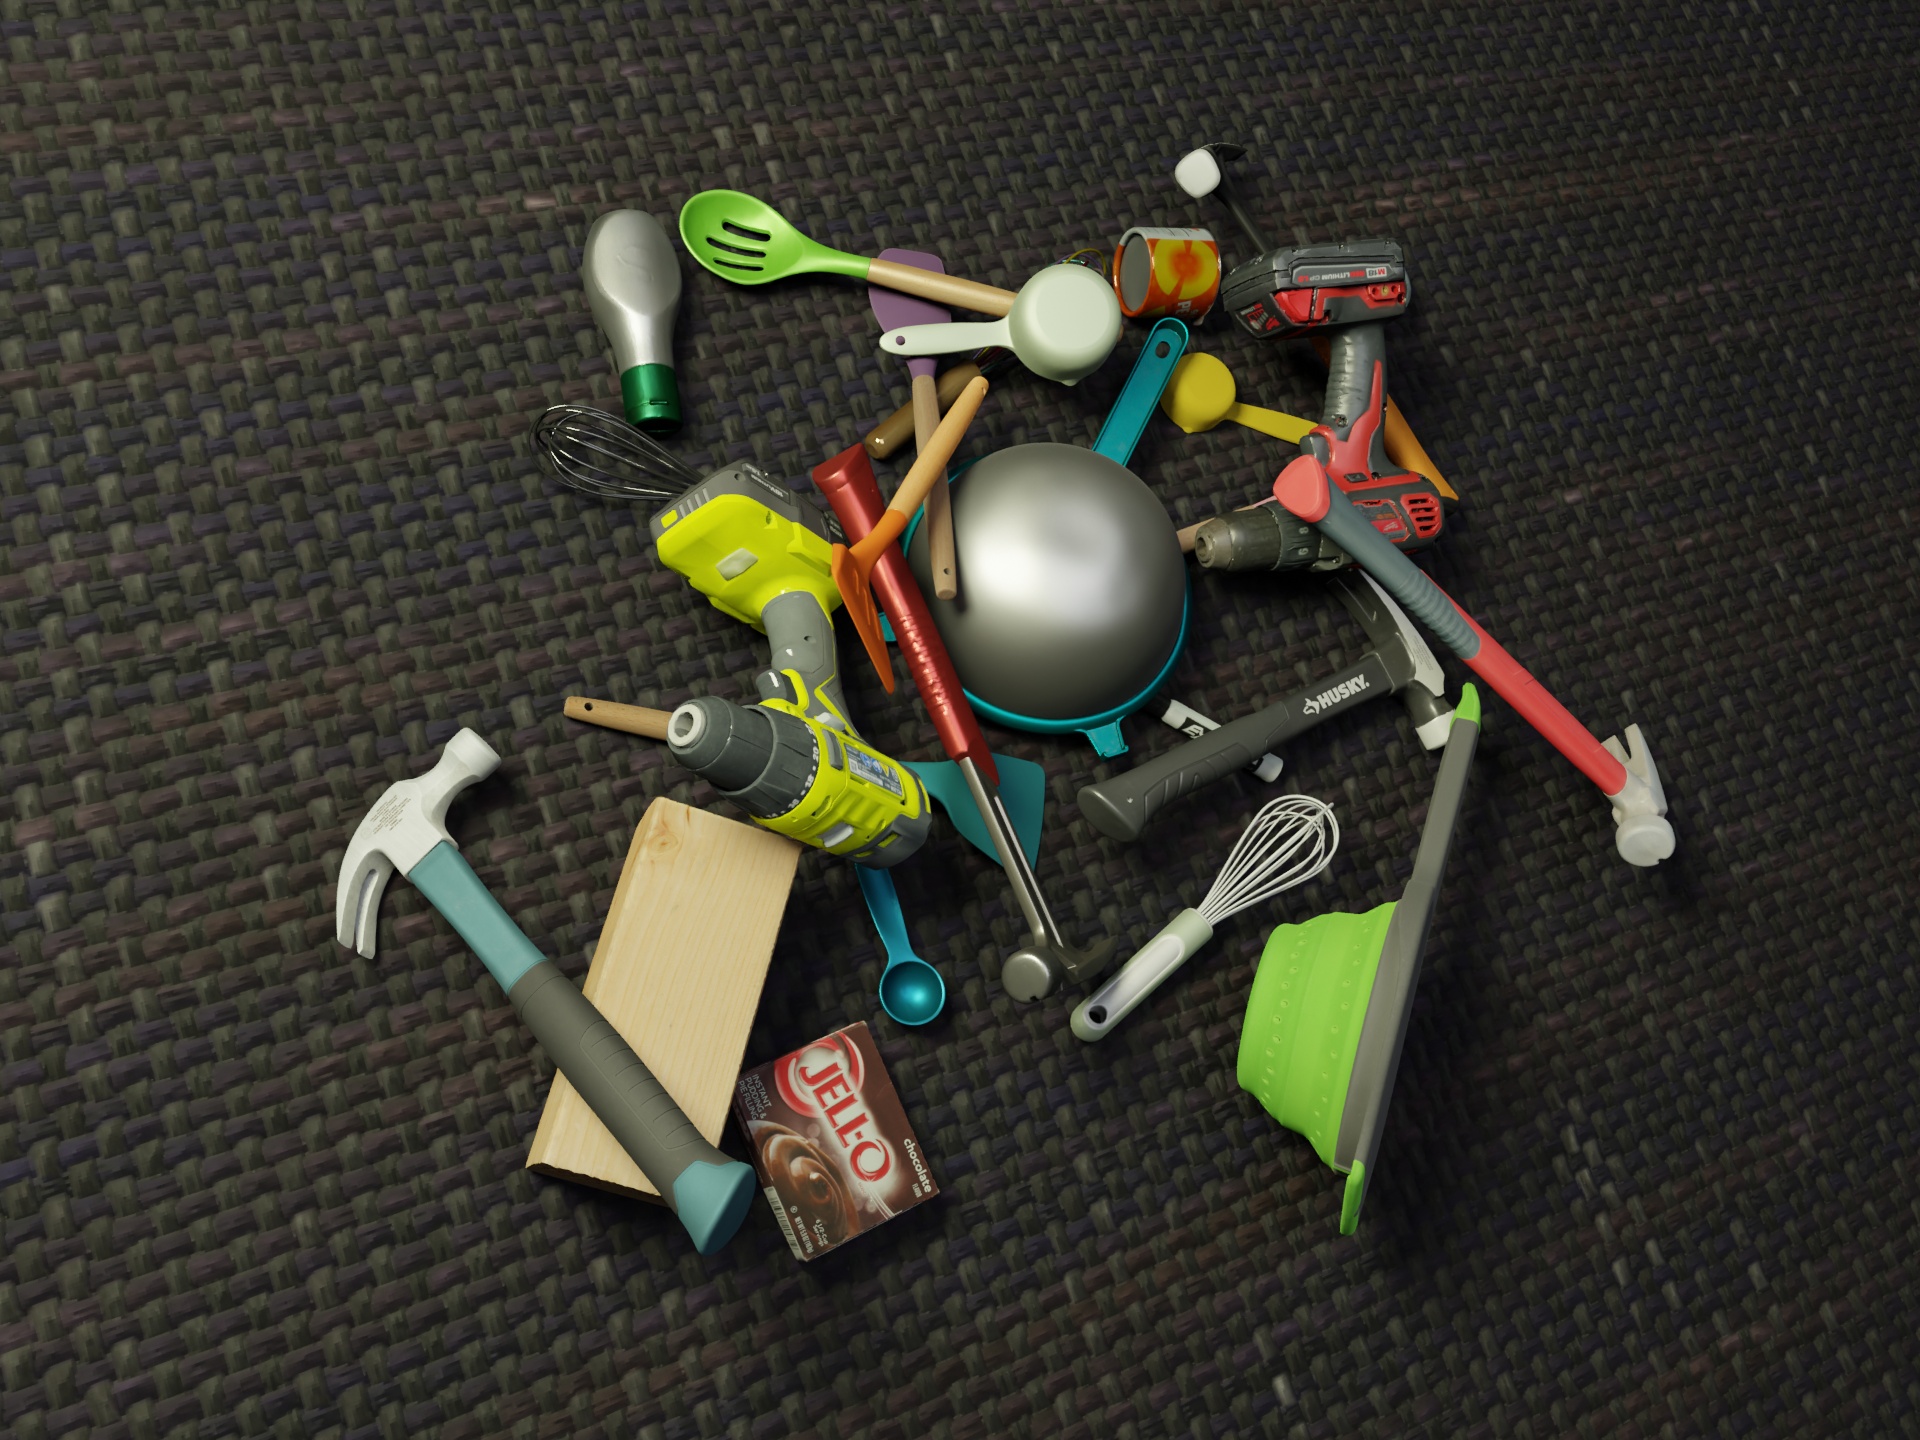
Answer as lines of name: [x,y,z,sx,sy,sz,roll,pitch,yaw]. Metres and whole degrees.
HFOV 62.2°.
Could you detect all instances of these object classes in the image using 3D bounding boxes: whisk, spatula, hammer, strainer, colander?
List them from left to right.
hammer: [-0.217,0.144,0.834,0.128,0.033,0.331,-45,62,-9]
whisk: [-0.161,-0.143,1.026,0.238,0.055,0.055,20,68,-18]
spatula: [-0.092,0.029,1.009,0.317,0.044,0.082,13,68,-11]
spatula: [-0.024,-0.135,0.966,0.081,0.041,0.323,66,30,-30]
spatula: [-0.025,-0.209,1.069,0.059,0.018,0.316,4,56,-16]
hammer: [-0.002,-0.003,0.985,0.036,0.149,0.359,-26,83,19]
whisk: [0.021,-0.264,1.131,0.051,0.047,0.245,45,68,6]
strainer: [0.092,-0.157,1.073,0.211,0.095,0.340,27,70,-1]
whisk: [0.165,0.130,1.058,0.246,0.059,0.058,-38,77,-21]
hammer: [0.210,0.000,1.097,0.335,0.035,0.146,-23,83,-33]
hammer: [0.281,-0.296,1.224,0.337,0.034,0.127,55,29,-5]
colander: [0.263,0.129,1.053,0.094,0.204,0.397,13,58,19]
hammer: [0.366,-0.057,1.125,0.386,0.038,0.143,40,34,-16]

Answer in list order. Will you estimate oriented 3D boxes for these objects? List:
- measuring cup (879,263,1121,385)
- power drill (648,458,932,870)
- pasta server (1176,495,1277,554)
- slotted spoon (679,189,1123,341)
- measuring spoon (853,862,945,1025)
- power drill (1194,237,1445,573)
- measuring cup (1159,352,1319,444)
measuring cup: [0.029,-0.267,1.077,0.167,0.038,0.083,-8,87,-11]
power drill: [-0.110,-0.034,0.921,0.190,0.080,0.229,30,35,-51]
pasta server: [0.190,-0.139,1.164,0.316,0.040,0.060,-22,82,-21]
slotted spoon: [-0.039,-0.305,1.104,0.313,0.031,0.070,13,70,-6]
measuring spoon: [-0.046,0.132,0.999,0.042,0.021,0.129,-12,69,-22]
power drill: [0.243,-0.215,1.128,0.188,0.080,0.226,-10,95,-18]
measuring cup: [0.225,-0.236,1.202,0.156,0.029,0.062,14,69,-14]
